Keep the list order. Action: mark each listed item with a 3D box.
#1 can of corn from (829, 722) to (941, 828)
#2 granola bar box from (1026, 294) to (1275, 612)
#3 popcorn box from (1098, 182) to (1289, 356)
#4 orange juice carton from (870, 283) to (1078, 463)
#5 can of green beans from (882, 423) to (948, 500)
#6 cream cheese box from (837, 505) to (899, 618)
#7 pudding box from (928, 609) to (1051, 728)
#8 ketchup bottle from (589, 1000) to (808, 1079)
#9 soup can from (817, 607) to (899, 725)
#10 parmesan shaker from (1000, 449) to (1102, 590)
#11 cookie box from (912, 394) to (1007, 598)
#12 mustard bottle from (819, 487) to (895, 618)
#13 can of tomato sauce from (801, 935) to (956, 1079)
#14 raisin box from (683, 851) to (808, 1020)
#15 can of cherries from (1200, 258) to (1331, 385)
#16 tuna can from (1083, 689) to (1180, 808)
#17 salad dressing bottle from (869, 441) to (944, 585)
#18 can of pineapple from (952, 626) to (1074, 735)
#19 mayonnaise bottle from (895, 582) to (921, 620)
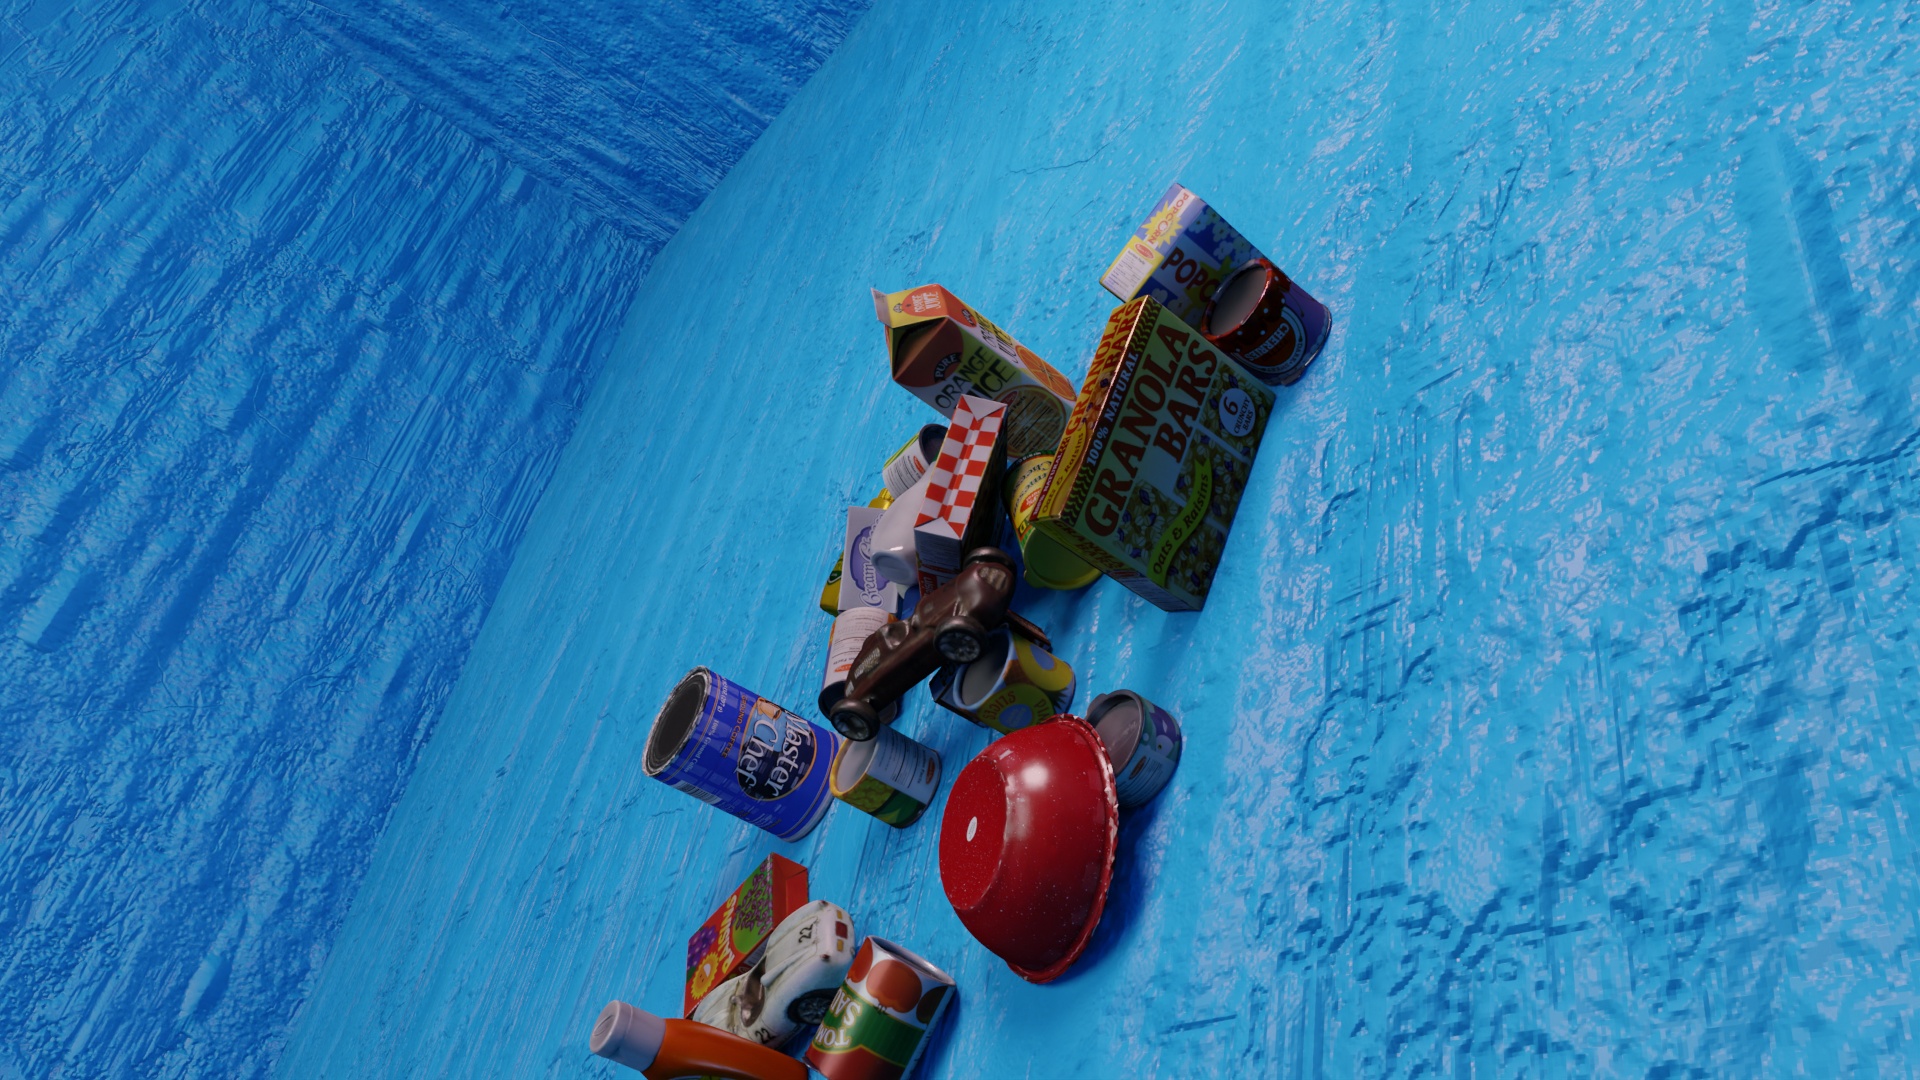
[{"bbox_3d":[-0.059,0.178,1.055,0.071,0.058,0.071,-43,28,30],"label":"can of corn"},{"bbox_3d":[0.126,-0.054,0.897,0.039,0.124,0.166,-11,52,58],"label":"granola bar box"},{"bbox_3d":[0.165,-0.182,0.970,0.085,0.126,0.038,-53,49,12],"label":"popcorn box"},{"bbox_3d":[0.005,-0.143,1.148,0.072,0.192,0.072,-48,25,20],"label":"orange juice carton"},{"bbox_3d":[-0.029,-0.065,1.275,0.057,0.071,0.071,-40,30,37],"label":"can of green beans"},{"bbox_3d":[-0.079,0.021,1.255,0.024,0.053,0.104,93,-179,-69],"label":"cream cheese box"},{"bbox_3d":[0.021,0.091,1.015,0.083,0.049,0.030,-53,23,13],"label":"pudding box"},{"bbox_3d":[-0.182,0.361,0.960,0.064,0.148,0.044,-44,26,29],"label":"ketchup bottle"},{"bbox_3d":[-0.081,0.110,1.173,0.071,0.071,0.084,-41,28,34],"label":"soup can"},{"bbox_3d":[0.067,-0.016,1.031,0.071,0.071,0.103,-50,25,17],"label":"parmesan shaker"},{"bbox_3d":[0.004,-0.013,1.075,0.166,0.040,0.123,87,-161,-60],"label":"cookie box"},{"bbox_3d":[-0.078,0.002,1.311,0.065,0.049,0.160,-7,55,64],"label":"mustard bottle"},{"bbox_3d":[-0.052,0.302,0.878,0.083,0.071,0.071,-62,24,-9],"label":"can of tomato sauce"},{"bbox_3d":[-0.172,0.325,1.121,0.123,0.040,0.086,-47,27,20],"label":"raisin box"},{"bbox_3d":[0.205,-0.146,0.935,0.071,0.058,0.072,-44,27,30],"label":"can of cherries"},{"bbox_3d":[0.100,0.125,0.845,0.070,0.033,0.071,-43,28,31],"label":"tuna can"},{"bbox_3d":[-0.025,-0.030,1.181,0.064,0.043,0.148,9,51,29],"label":"salad dressing bottle"},{"bbox_3d":[0.037,0.102,0.962,0.070,0.058,0.071,-43,28,30],"label":"can of pineapple"},{"bbox_3d":[-0.027,0.022,1.200,0.064,0.041,0.149,-32,35,33],"label":"mayonnaise bottle"}]
